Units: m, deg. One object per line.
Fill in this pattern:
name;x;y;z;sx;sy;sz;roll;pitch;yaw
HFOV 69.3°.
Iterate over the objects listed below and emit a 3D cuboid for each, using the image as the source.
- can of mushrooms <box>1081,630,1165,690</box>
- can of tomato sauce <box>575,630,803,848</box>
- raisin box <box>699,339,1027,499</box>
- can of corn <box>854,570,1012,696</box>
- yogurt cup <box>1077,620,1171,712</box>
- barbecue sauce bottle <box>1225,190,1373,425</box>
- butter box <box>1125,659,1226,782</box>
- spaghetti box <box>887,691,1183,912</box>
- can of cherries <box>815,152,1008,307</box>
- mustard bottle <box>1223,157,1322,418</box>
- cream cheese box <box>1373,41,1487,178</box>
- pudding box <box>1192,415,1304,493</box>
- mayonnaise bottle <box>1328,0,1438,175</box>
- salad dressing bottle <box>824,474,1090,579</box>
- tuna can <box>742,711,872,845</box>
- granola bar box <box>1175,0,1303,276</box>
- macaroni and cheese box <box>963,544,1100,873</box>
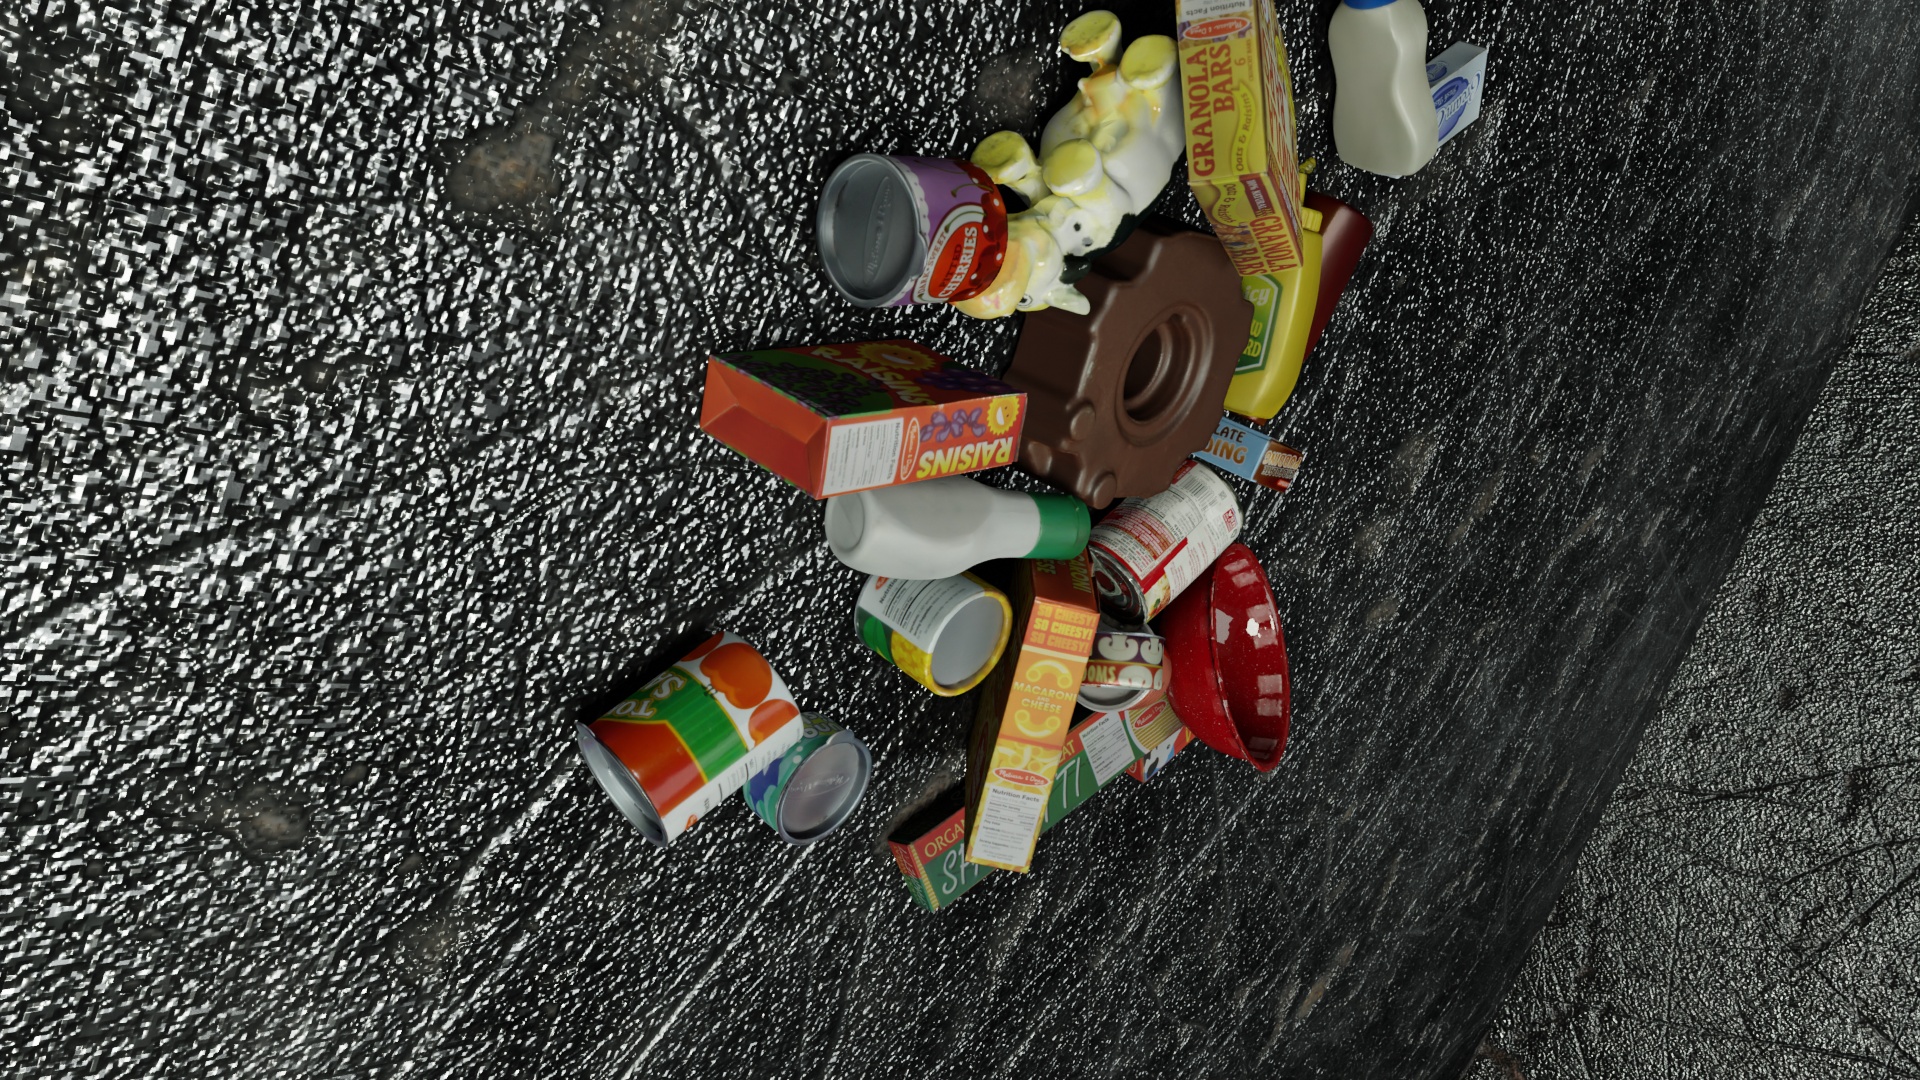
can of mushrooms;0.091;0.074;0.857;0.071;0.071;0.033;14;78;-52
can of tomato sauce;-0.127;0.090;0.652;0.083;0.071;0.070;-37;138;-28
raisin box;-0.042;-0.058;0.632;0.124;0.086;0.040;-13;122;-44
can of corn;-0.013;0.045;0.758;0.071;0.058;0.070;-28;133;-35
yogurt cup;0.106;0.082;0.920;0.072;0.072;0.054;-61;152;1
barbecue sauce bottle;0.215;-0.149;0.907;0.065;0.044;0.148;15;102;-53
butter box;0.162;0.131;1.049;0.104;0.024;0.052;-36;137;-29
spaghetti box;0.058;0.158;0.926;0.251;0.028;0.050;-29;103;-35
can of cherries;-0.020;-0.136;0.618;0.058;0.071;0.071;-12;123;-45
mustard bottle;0.189;-0.158;0.858;0.049;0.065;0.159;-3;110;-54
cream cheese box;0.319;-0.294;0.946;0.104;0.024;0.053;-38;140;-26
pudding box;0.167;-0.062;0.875;0.050;0.084;0.030;13;104;-52
mayonnaise bottle;0.254;-0.295;0.840;0.041;0.065;0.147;-41;136;-22
salad dressing bottle;0.003;-0.009;0.722;0.148;0.064;0.043;2;134;-37
tuna can;-0.082;0.126;0.753;0.071;0.033;0.070;-29;133;-35
granola bar box;0.143;-0.214;0.697;0.165;0.039;0.124;13;73;-70
macaroni and cheese box;0.039;0.086;0.803;0.124;0.040;0.165;-89;-168;-69
